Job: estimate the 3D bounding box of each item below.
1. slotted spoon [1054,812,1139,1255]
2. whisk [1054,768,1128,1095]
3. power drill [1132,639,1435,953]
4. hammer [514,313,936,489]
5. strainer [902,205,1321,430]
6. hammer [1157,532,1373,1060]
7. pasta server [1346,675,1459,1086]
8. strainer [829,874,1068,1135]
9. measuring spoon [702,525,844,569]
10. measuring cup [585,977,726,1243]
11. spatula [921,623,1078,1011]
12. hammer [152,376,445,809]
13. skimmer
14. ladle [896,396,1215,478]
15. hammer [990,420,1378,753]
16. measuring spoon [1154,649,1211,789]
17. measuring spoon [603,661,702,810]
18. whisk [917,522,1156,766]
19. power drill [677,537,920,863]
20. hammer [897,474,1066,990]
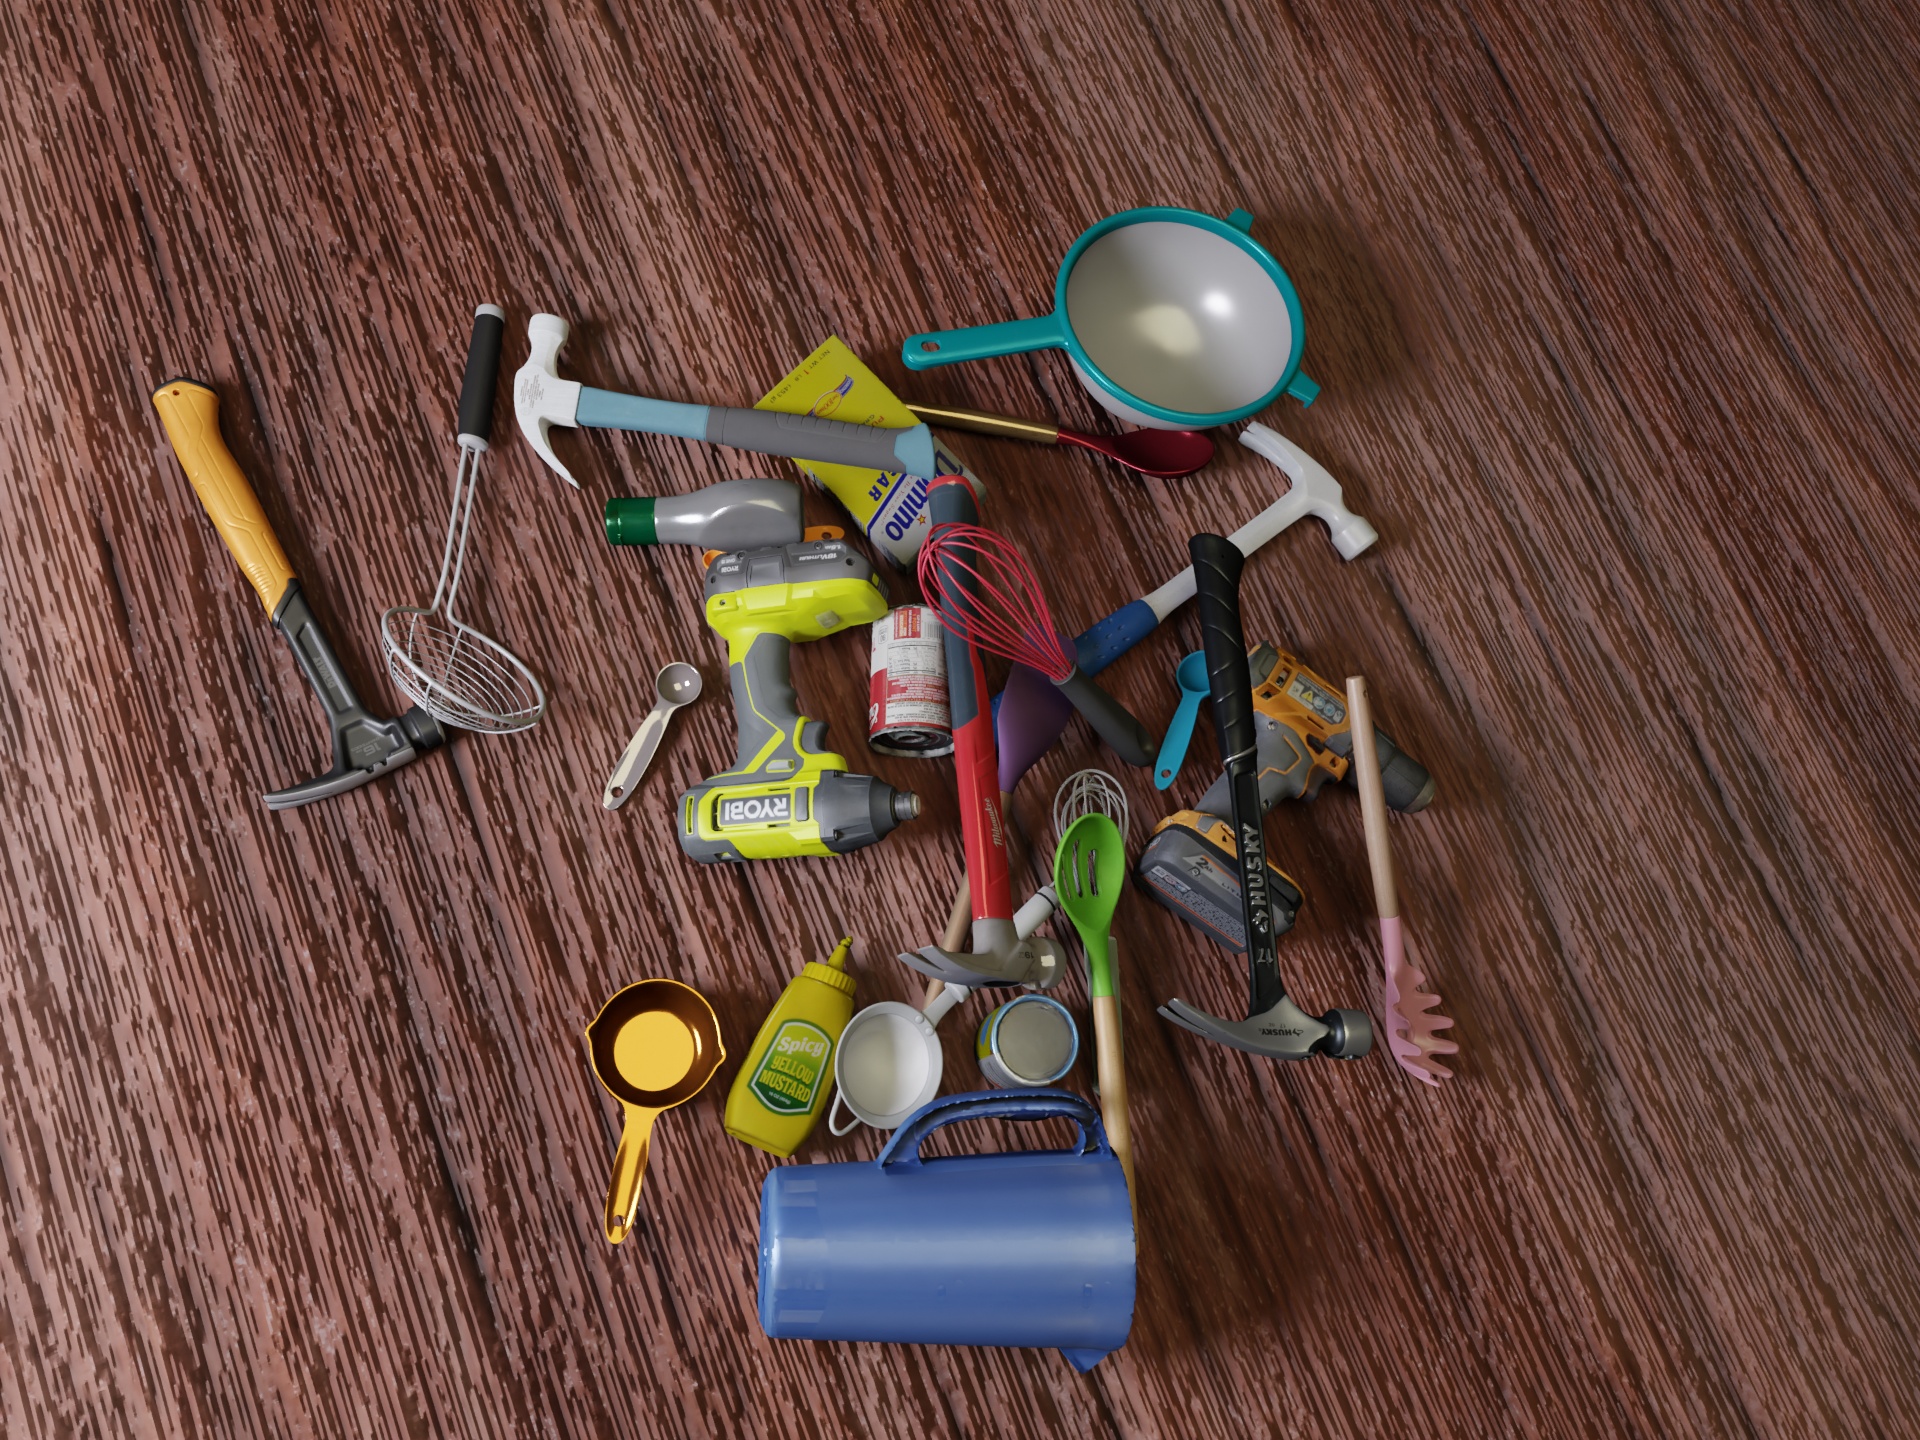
[{"bbox_3d":[0.104,0.224,1.142,0.070,0.031,0.314,0,81,-40],"label":"slotted spoon"},{"bbox_3d":[0.103,0.157,1.192,0.059,0.057,0.246,-8,74,21],"label":"whisk"},{"bbox_3d":[0.257,0.071,1.235,0.185,0.084,0.226,35,64,-2],"label":"power drill"},{"bbox_3d":[-0.180,-0.228,1.222,0.331,0.033,0.128,8,81,2],"label":"hammer"},{"bbox_3d":[0.112,-0.305,1.316,0.340,0.095,0.211,-11,71,-13],"label":"strainer"},{"bbox_3d":[0.202,0.043,1.165,0.149,0.036,0.409,5,64,-16],"label":"hammer"},{"bbox_3d":[0.327,0.121,1.199,0.060,0.040,0.316,-18,101,-48],"label":"pasta server"},{"bbox_3d":[-0.007,0.198,1.134,0.258,0.050,0.086,-42,105,-23],"label":"strainer"},{"bbox_3d":[-0.146,-0.134,1.248,0.117,0.011,0.021,-16,62,-20],"label":"measuring spoon"},{"bbox_3d":[-0.216,0.264,1.080,0.095,0.052,0.174,12,72,-9],"label":"measuring cup"},{"bbox_3d":[0.026,0.079,1.188,0.059,0.018,0.316,24,77,-21],"label":"spatula"},{"bbox_3d":[-0.503,-0.101,1.144,0.127,0.034,0.337,-27,80,-20],"label":"hammer"},{"bbox_3d":[-0.348,-0.160,1.168,0.127,0.090,0.364,24,59,-45],"label":"skimmer"},{"bbox_3d":[0.054,-0.240,1.315,0.315,0.031,0.069,9,42,-7],"label":"ladle"},{"bbox_3d":[0.156,-0.098,1.288,0.405,0.035,0.144,-36,83,-20],"label":"hammer"},{"bbox_3d":[0.181,0.003,1.264,0.042,0.021,0.129,10,64,30],"label":"measuring spoon"},{"bbox_3d":[-0.230,0.013,1.180,0.034,0.018,0.124,27,75,3],"label":"measuring spoon"},{"bbox_3d":[0.065,-0.047,1.166,0.295,0.073,0.073,42,63,-38],"label":"whisk"},{"bbox_3d":[-0.114,-0.011,1.155,0.171,0.080,0.223,-6,72,14],"label":"power drill"},{"bbox_3d":[-0.002,-0.004,1.137,0.143,0.038,0.387,16,60,-47],"label":"hammer"}]
